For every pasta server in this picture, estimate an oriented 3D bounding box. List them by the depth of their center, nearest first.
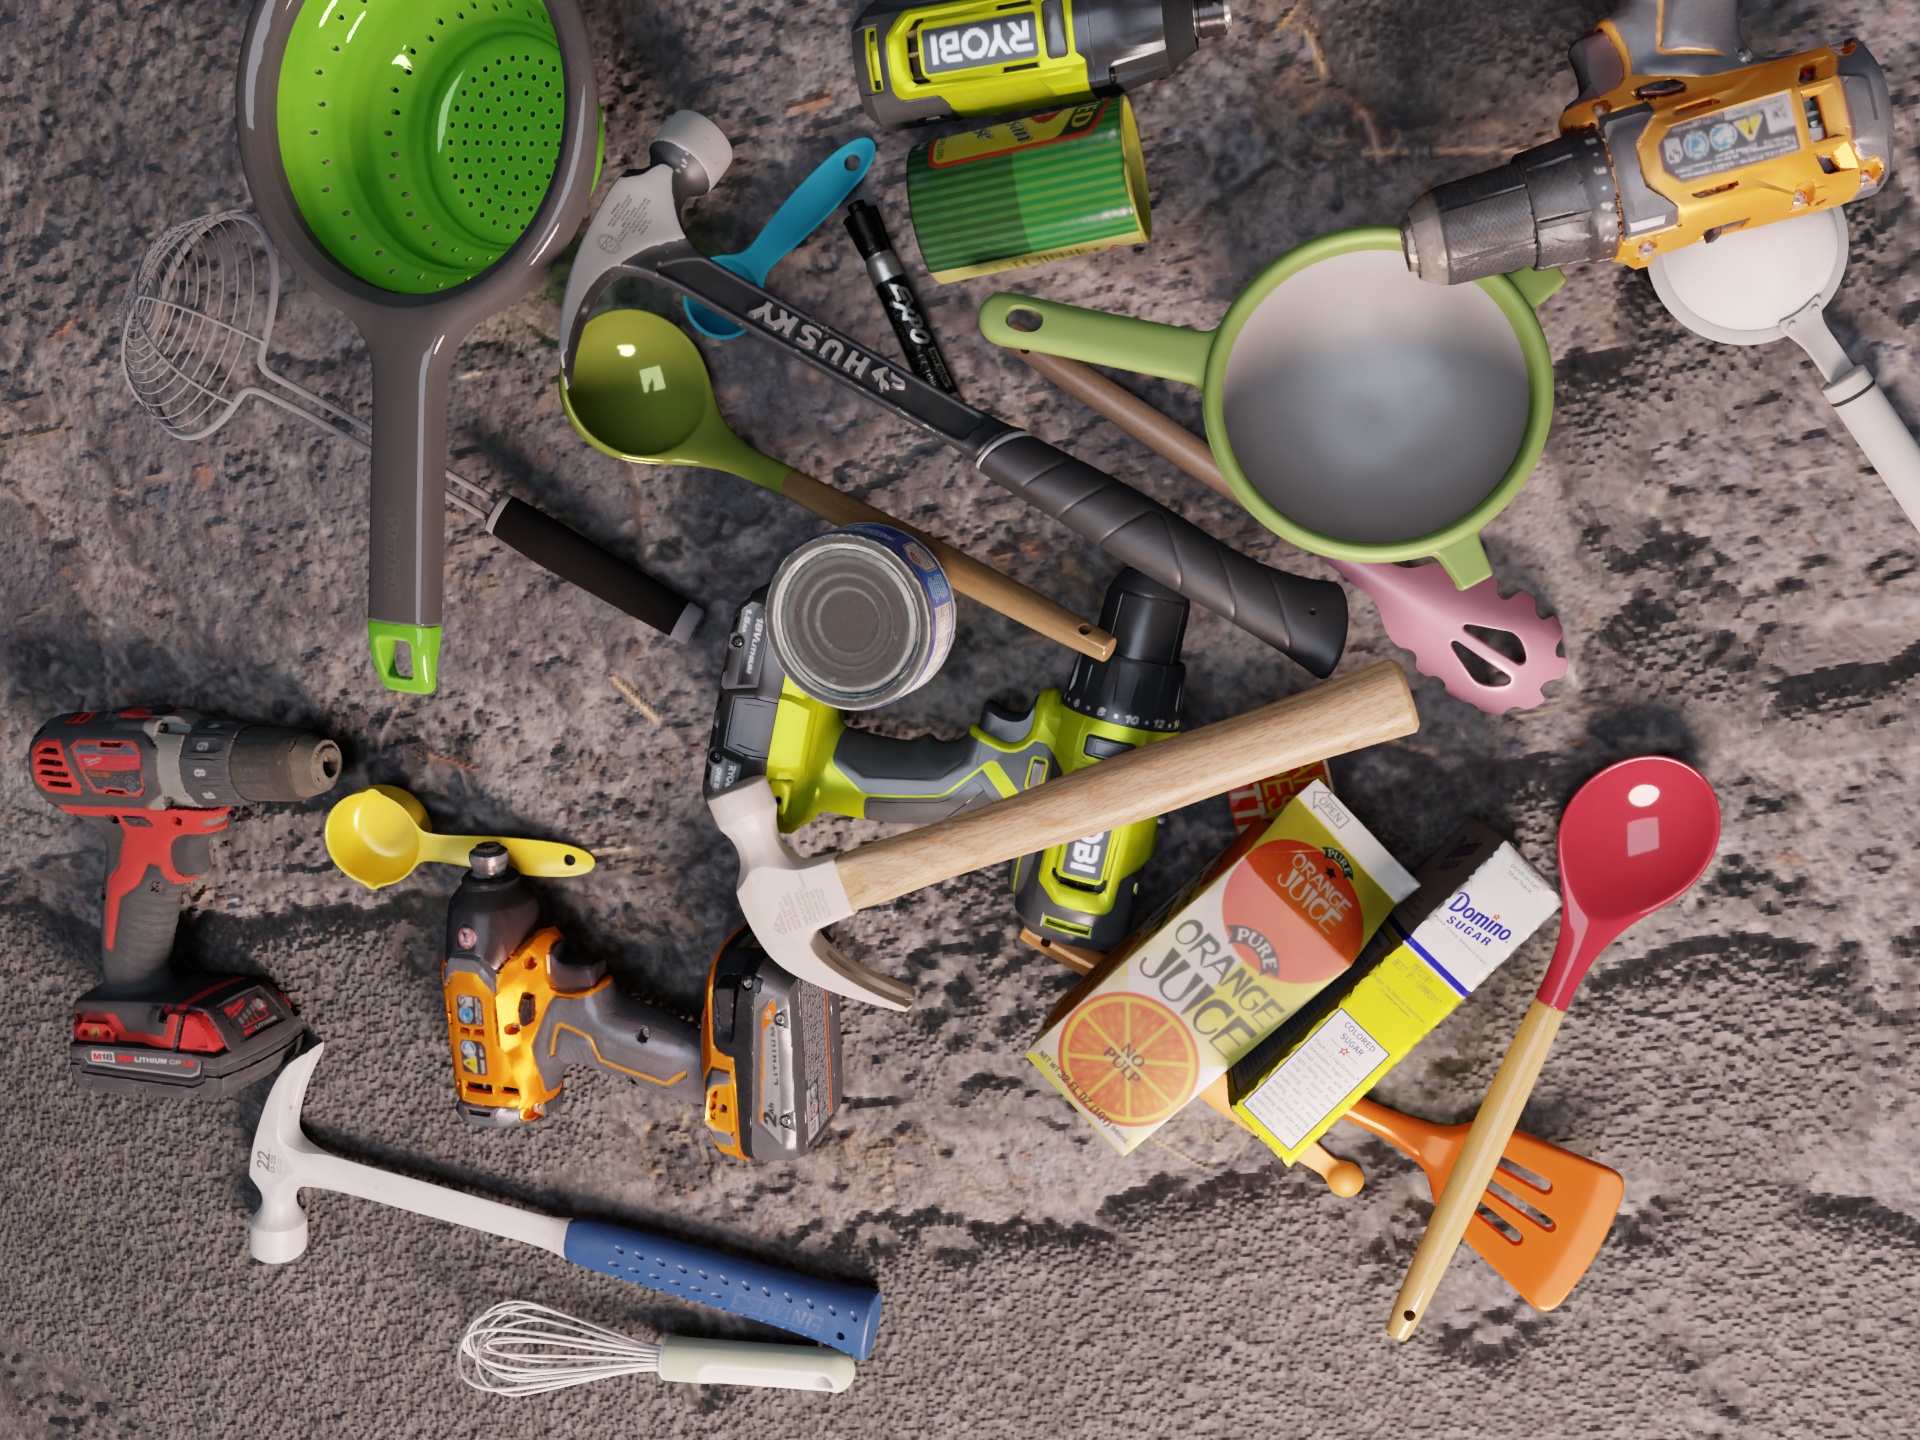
[{"bbox_3d":[0.153,-0.103,0.772,0.316,0.040,0.060,35,108,9],"label":"pasta server"}]

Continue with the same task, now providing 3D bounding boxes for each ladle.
[{"bbox_3d":[0.277,0.162,0.772,0.069,0.031,0.315,24,97,10],"label":"ladle"},{"bbox_3d":[-0.064,-0.112,0.774,0.320,0.062,0.078,29,70,19],"label":"ladle"}]

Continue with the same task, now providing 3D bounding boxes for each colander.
[{"bbox_3d":[-0.252,-0.214,0.799,0.204,0.094,0.397,8,100,19],"label":"colander"}]

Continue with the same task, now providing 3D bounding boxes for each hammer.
[{"bbox_3d":[0.001,-0.134,0.748,0.409,0.036,0.149,30,70,2],"label":"hammer"},{"bbox_3d":[0.051,0.044,0.751,0.331,0.031,0.130,-19,97,11],"label":"hammer"},{"bbox_3d":[-0.244,0.303,0.954,0.405,0.035,0.144,11,105,11],"label":"hammer"}]

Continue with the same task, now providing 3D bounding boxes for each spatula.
[{"bbox_3d":[0.174,0.185,0.821,0.322,0.041,0.081,28,98,8],"label":"spatula"}]

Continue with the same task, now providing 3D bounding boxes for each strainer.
[{"bbox_3d":[0.386,-0.154,0.695,0.087,0.050,0.258,-37,95,4],"label":"strainer"},{"bbox_3d":[0.135,-0.154,0.734,0.256,0.069,0.151,14,88,10],"label":"strainer"}]

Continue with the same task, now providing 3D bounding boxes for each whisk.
[{"bbox_3d":[-0.184,0.381,0.951,0.246,0.059,0.057,0,125,9],"label":"whisk"}]

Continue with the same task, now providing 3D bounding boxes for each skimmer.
[{"bbox_3d":[-0.296,-0.149,0.871,0.363,0.090,0.127,30,103,-5],"label":"skimmer"}]

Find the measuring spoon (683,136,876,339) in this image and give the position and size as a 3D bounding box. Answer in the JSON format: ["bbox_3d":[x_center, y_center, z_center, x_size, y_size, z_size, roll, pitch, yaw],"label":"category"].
[{"bbox_3d":[-0.088,-0.245,0.807,0.128,0.021,0.042,-43,89,9],"label":"measuring spoon"}]

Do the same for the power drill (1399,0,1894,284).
[{"bbox_3d":[0.258,-0.298,0.654,0.185,0.084,0.226,-13,90,14],"label":"power drill"}]

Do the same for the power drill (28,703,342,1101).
[{"bbox_3d":[-0.448,0.103,0.942,0.188,0.080,0.226,1,99,14],"label":"power drill"}]

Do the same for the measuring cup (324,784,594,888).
[{"bbox_3d":[-0.287,0.070,0.924,0.156,0.029,0.062,6,106,0],"label":"measuring cup"}]

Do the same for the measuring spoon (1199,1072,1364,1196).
[{"bbox_3d":[0.163,0.216,0.845,0.117,0.011,0.021,35,108,5],"label":"measuring spoon"}]

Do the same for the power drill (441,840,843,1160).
[{"bbox_3d":[-0.184,0.153,0.881,0.226,0.084,0.164,4,106,17],"label":"power drill"}]

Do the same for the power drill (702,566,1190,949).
[{"bbox_3d":[-0.001,-0.003,0.805,0.228,0.080,0.190,14,100,9],"label":"power drill"}]

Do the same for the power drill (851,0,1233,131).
[{"bbox_3d":[0.029,-0.393,0.713,0.171,0.080,0.223,-3,105,15],"label":"power drill"}]
